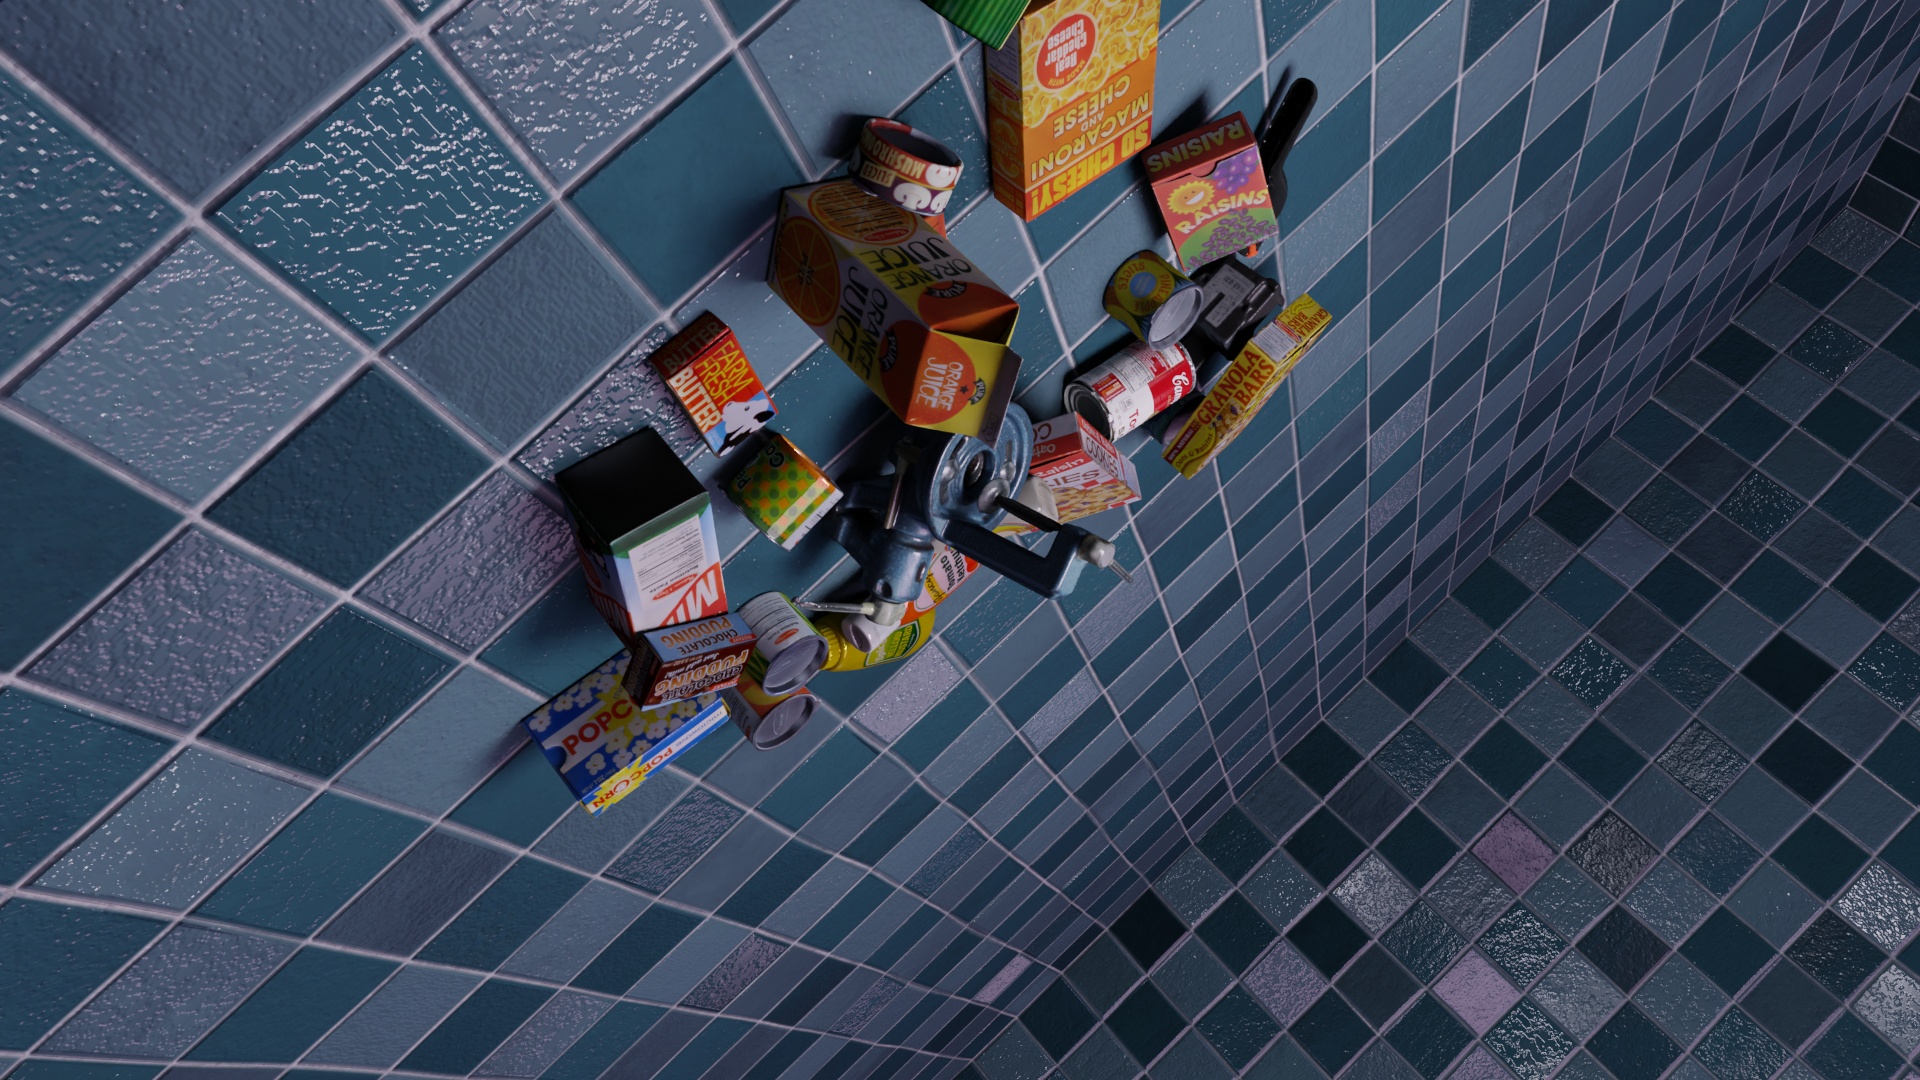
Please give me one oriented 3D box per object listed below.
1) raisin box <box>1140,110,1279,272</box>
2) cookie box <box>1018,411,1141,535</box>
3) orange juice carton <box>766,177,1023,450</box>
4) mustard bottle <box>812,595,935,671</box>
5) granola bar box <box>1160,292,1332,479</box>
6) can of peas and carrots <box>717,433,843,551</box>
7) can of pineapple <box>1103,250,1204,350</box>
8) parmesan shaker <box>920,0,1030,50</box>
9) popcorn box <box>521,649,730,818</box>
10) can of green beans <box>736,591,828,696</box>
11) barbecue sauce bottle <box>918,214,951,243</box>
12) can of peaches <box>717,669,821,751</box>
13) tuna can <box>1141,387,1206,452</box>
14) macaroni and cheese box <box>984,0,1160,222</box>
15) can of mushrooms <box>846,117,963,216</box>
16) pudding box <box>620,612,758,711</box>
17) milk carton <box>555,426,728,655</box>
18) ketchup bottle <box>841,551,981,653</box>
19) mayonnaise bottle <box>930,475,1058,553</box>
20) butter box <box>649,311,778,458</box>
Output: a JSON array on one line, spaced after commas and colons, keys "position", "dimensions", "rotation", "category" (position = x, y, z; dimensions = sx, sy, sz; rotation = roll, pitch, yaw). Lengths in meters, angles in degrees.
[{"position": [0.201, -0.277, 1.114], "dimensions": [0.086, 0.040, 0.123], "rotation": [-20, 151, 12], "category": "raisin box"}, {"position": [0.075, -0.055, 1.222], "dimensions": [0.123, 0.040, 0.167], "rotation": [-17, 161, 20], "category": "cookie box"}, {"position": [-0.032, -0.139, 0.847], "dimensions": [0.073, 0.193, 0.071], "rotation": [-22, 146, -36], "category": "orange juice carton"}, {"position": [-0.093, 0.086, 1.235], "dimensions": [0.161, 0.049, 0.065], "rotation": [-16, 136, -45], "category": "mustard bottle"}, {"position": [0.271, -0.144, 1.316], "dimensions": [0.125, 0.039, 0.164], "rotation": [-39, 167, -42], "category": "granola bar box"}, {"position": [-0.129, -0.037, 0.998], "dimensions": [0.059, 0.071, 0.071], "rotation": [-46, 153, 0], "category": "can of peas and carrots"}, {"position": [0.164, -0.205, 1.184], "dimensions": [0.071, 0.058, 0.070], "rotation": [-34, 151, -22], "category": "can of pineapple"}, {"position": [0.023, -0.338, 0.782], "dimensions": [0.071, 0.071, 0.102], "rotation": [3, 127, -56], "category": "parmesan shaker"}, {"position": [-0.249, 0.134, 1.041], "dimensions": [0.127, 0.085, 0.038], "rotation": [-36, 153, -18], "category": "popcorn box"}, {"position": [-0.152, 0.085, 1.140], "dimensions": [0.071, 0.058, 0.071], "rotation": [-34, 151, -22], "category": "can of green beans"}, {"position": [-0.024, -0.181, 0.968], "dimensions": [0.065, 0.044, 0.147], "rotation": [-37, 152, -17], "category": "barbecue sauce bottle"}, {"position": [-0.165, 0.137, 1.194], "dimensions": [0.071, 0.058, 0.071], "rotation": [-34, 151, -22], "category": "can of peaches"}, {"position": [0.214, -0.125, 1.394], "dimensions": [0.071, 0.033, 0.070], "rotation": [-34, 151, -22], "category": "tuna can"}, {"position": [0.076, -0.312, 0.929], "dimensions": [0.124, 0.040, 0.165], "rotation": [-36, 151, -19], "category": "macaroni and cheese box"}, {"position": [-0.035, -0.230, 0.855], "dimensions": [0.071, 0.071, 0.033], "rotation": [-10, 136, -49], "category": "can of mushrooms"}, {"position": [-0.186, 0.083, 0.956], "dimensions": [0.084, 0.030, 0.049], "rotation": [-11, 140, -47], "category": "pudding box"}, {"position": [-0.211, 0.021, 0.951], "dimensions": [0.074, 0.072, 0.189], "rotation": [-31, 149, -24], "category": "milk carton"}, {"position": [-0.042, 0.039, 1.215], "dimensions": [0.149, 0.043, 0.064], "rotation": [-42, 135, -31], "category": "ketchup bottle"}, {"position": [0.004, -0.015, 1.166], "dimensions": [0.148, 0.041, 0.064], "rotation": [-17, 165, 16], "category": "mayonnaise bottle"}, {"position": [-0.160, -0.100, 0.908], "dimensions": [0.053, 0.024, 0.103], "rotation": [-40, 153, -10], "category": "butter box"}]
